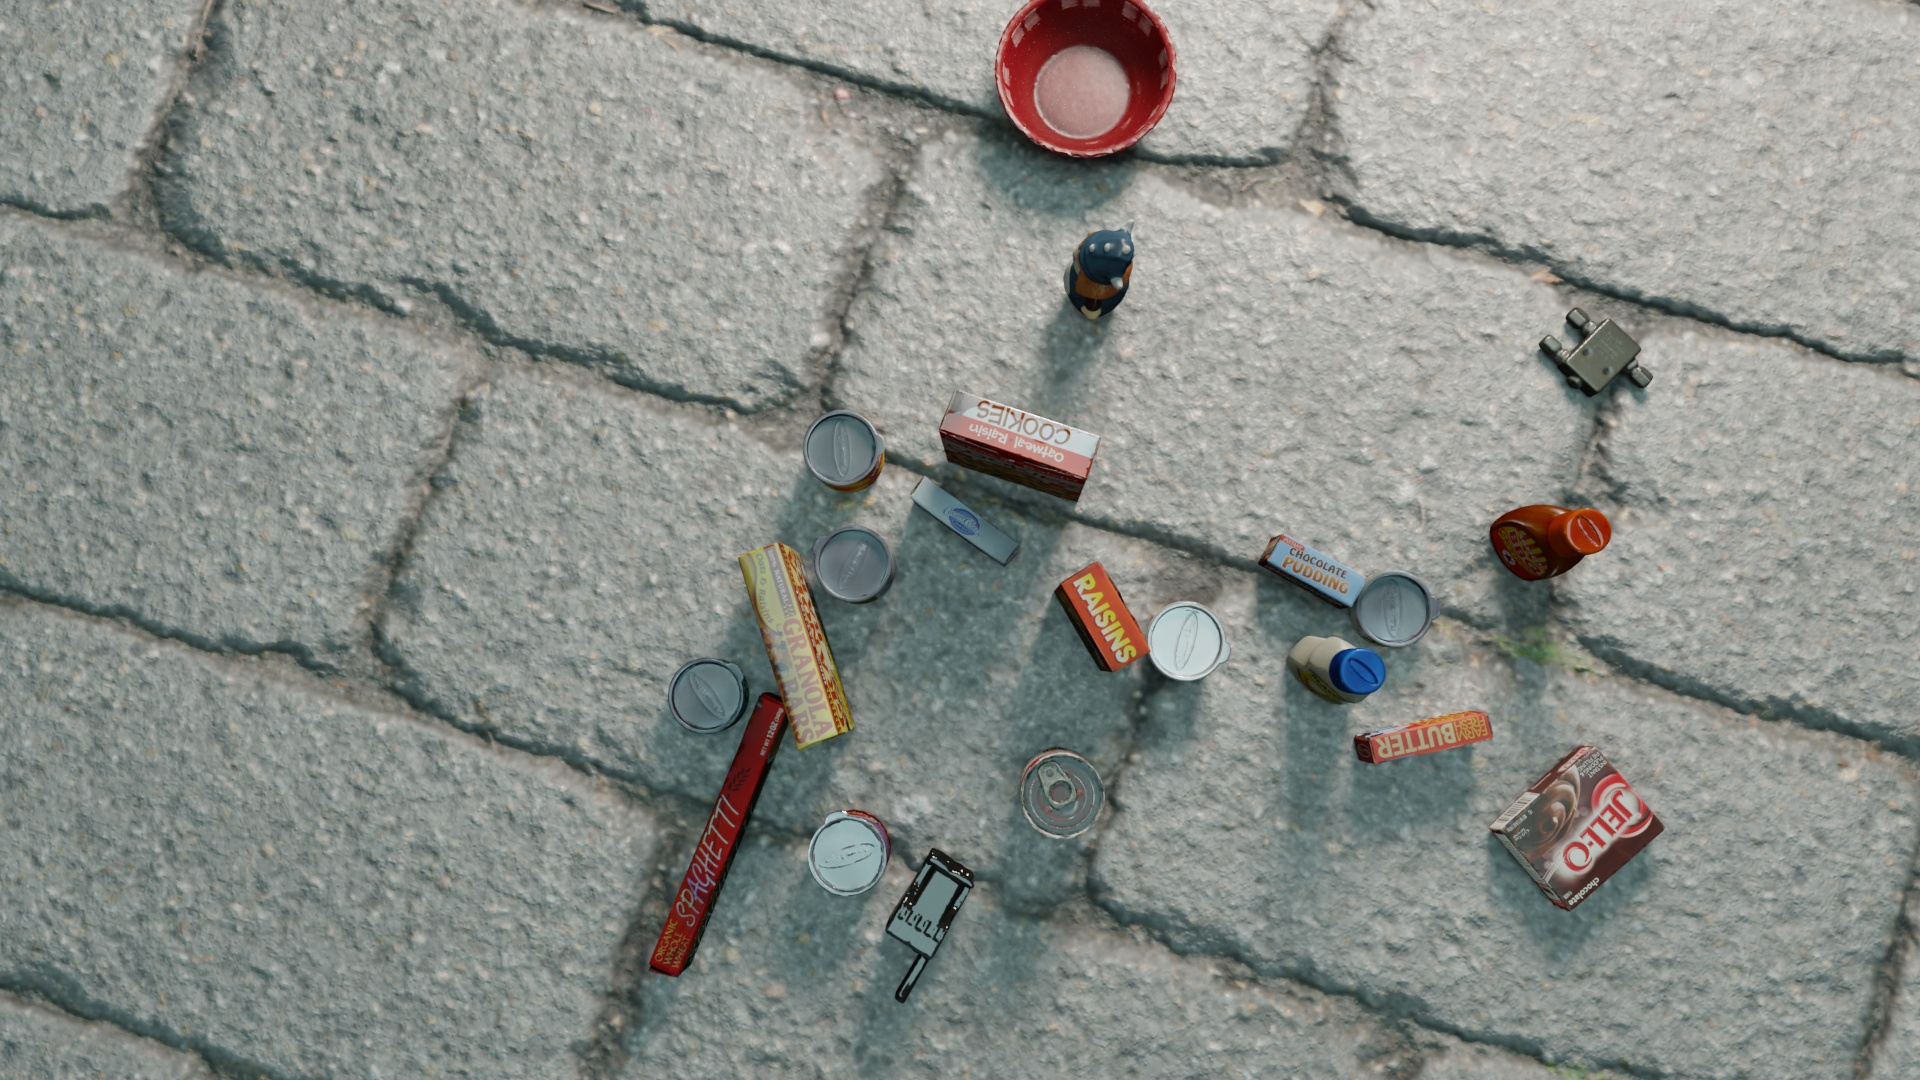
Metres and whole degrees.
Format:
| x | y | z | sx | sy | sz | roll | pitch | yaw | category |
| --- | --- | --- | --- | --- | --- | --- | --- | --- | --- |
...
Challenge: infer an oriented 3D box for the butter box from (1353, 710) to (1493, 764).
| x | y | z | sx | sy | sz | roll | pitch | yaw | category |
| --- | --- | --- | --- | --- | --- | --- | --- | --- | --- |
| 0.394 | 0.167 | 1.184 | 0.103 | 0.053 | 0.024 | -12 | 85 | 0 | butter box |

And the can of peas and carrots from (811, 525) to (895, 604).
| x | y | z | sx | sy | sz | roll | pitch | yaw | category |
| --- | --- | --- | --- | --- | --- | --- | --- | --- | --- |
| -0.093 | 0.021 | 1.209 | 0.071 | 0.058 | 0.071 | 0 | 85 | 2 | can of peas and carrots |

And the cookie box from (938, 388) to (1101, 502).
| x | y | z | sx | sy | sz | roll | pitch | yaw | category |
| --- | --- | --- | --- | --- | --- | --- | --- | --- | --- |
| 0.049 | -0.075 | 1.160 | 0.123 | 0.167 | 0.040 | 18 | 86 | 3 | cookie box |

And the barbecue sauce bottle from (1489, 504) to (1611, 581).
| x | y | z | sx | sy | sz | roll | pitch | yaw | category |
| --- | --- | --- | --- | --- | --- | --- | --- | --- | --- |
| 0.490 | -0.001 | 1.150 | 0.044 | 0.148 | 0.065 | -32 | 85 | -1 | barbecue sauce bottle |

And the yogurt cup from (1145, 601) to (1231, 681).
| x | y | z | sx | sy | sz | roll | pitch | yaw | category |
| --- | --- | --- | --- | --- | --- | --- | --- | --- | --- |
| 0.191 | 0.087 | 1.197 | 0.072 | 0.054 | 0.072 | 0 | 85 | 2 | yogurt cup |

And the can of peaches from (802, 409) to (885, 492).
| x | y | z | sx | sy | sz | roll | pitch | yaw | category |
| --- | --- | --- | --- | --- | --- | --- | --- | --- | --- |
| -0.099 | -0.077 | 1.219 | 0.071 | 0.058 | 0.071 | 0 | 85 | 2 | can of peaches |

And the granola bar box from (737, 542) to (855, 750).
| x | y | z | sx | sy | sz | roll | pitch | yaw | category |
| --- | --- | --- | --- | --- | --- | --- | --- | --- | --- |
| -0.136 | 0.089 | 1.171 | 0.039 | 0.124 | 0.165 | -18 | 84 | 0 | granola bar box |

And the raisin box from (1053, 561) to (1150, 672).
| x | y | z | sx | sy | sz | roll | pitch | yaw | category |
| --- | --- | --- | --- | --- | --- | --- | --- | --- | --- |
| 0.118 | 0.066 | 1.167 | 0.040 | 0.123 | 0.086 | -29 | 85 | -1 | raisin box |

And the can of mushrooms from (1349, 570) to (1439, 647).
| x | y | z | sx | sy | sz | roll | pitch | yaw | category |
| --- | --- | --- | --- | --- | --- | --- | --- | --- | --- |
| 0.376 | 0.060 | 1.205 | 0.071 | 0.033 | 0.071 | 0 | 85 | 2 | can of mushrooms |

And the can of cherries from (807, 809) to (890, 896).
| x | y | z | sx | sy | sz | roll | pitch | yaw | category |
| --- | --- | --- | --- | --- | --- | --- | --- | --- | --- |
| -0.094 | 0.263 | 1.186 | 0.071 | 0.058 | 0.071 | 0 | 85 | 2 | can of cherries |

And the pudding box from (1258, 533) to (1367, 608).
| x | y | z | sx | sy | sz | roll | pitch | yaw | category |
| --- | --- | --- | --- | --- | --- | --- | --- | --- | --- |
| 0.304 | 0.027 | 1.202 | 0.084 | 0.049 | 0.030 | 29 | 86 | 4 | pudding box |

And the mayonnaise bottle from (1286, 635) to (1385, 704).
| x | y | z | sx | sy | sz | roll | pitch | yaw | category |
| --- | --- | --- | --- | --- | --- | --- | --- | --- | --- |
| 0.312 | 0.107 | 1.145 | 0.065 | 0.148 | 0.041 | 42 | 88 | 5 | mayonnaise bottle |

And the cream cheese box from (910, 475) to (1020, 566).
| x | y | z | sx | sy | sz | roll | pitch | yaw | category |
| --- | --- | --- | --- | --- | --- | --- | --- | --- | --- |
| 0.004 | -0.015 | 1.213 | 0.104 | 0.053 | 0.024 | 36 | 87 | 4 | cream cheese box |

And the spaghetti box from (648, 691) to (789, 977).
| x | y | z | sx | sy | sz | roll | pitch | yaw | category |
| --- | --- | --- | --- | --- | --- | --- | --- | --- | --- |
| -0.203 | 0.251 | 1.194 | 0.029 | 0.050 | 0.250 | 22 | 85 | 3 | spaghetti box |

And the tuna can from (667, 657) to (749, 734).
| x | y | z | sx | sy | sz | roll | pitch | yaw | category |
| --- | --- | --- | --- | --- | --- | --- | --- | --- | --- |
| -0.218 | 0.134 | 1.215 | 0.071 | 0.033 | 0.071 | 0 | 85 | 2 | tuna can |
